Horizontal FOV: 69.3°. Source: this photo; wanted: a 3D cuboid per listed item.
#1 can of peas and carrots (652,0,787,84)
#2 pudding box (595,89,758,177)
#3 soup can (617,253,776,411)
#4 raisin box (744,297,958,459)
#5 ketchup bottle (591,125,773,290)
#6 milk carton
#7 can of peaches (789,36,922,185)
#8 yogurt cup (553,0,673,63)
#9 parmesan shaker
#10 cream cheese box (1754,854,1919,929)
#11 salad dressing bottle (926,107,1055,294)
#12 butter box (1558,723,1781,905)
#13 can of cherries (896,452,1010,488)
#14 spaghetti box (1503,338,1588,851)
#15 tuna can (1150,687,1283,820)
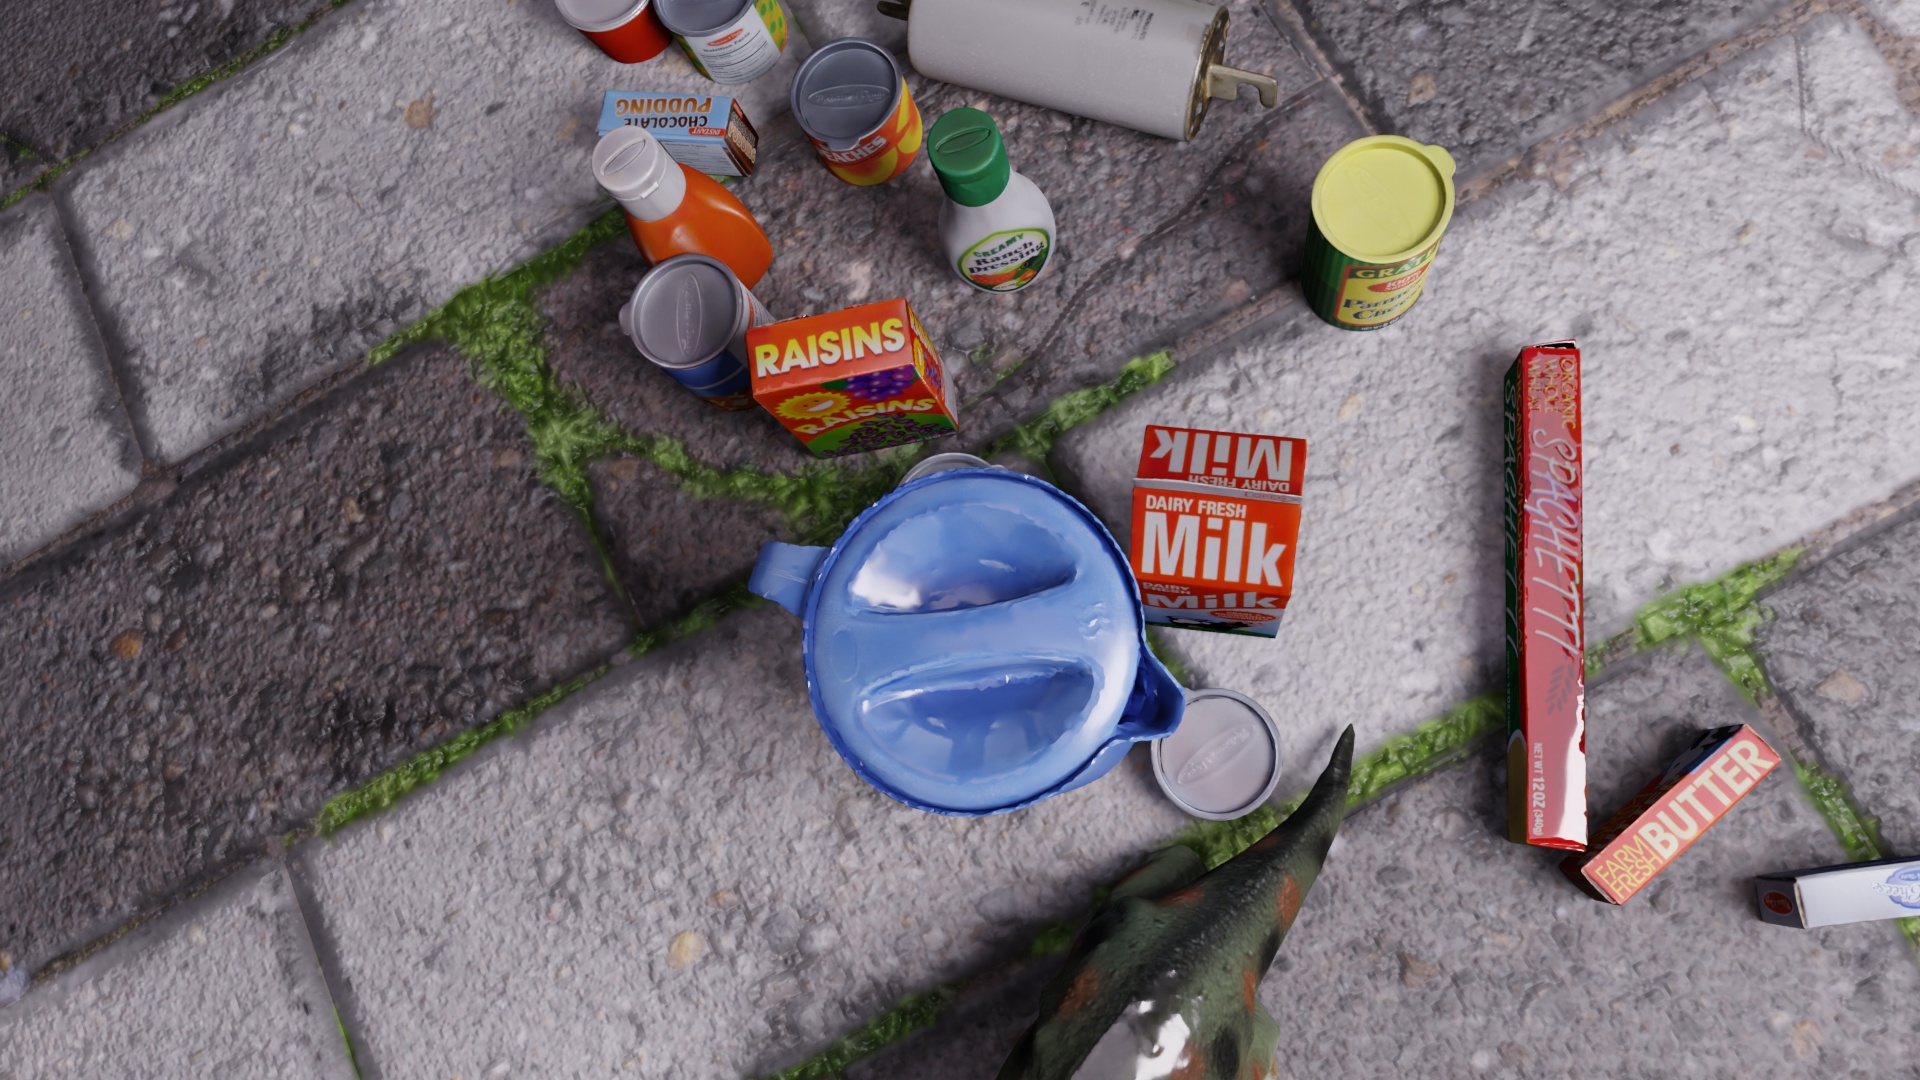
[{"bbox_3d":[-0.145,-0.322,0.843,0.071,0.058,0.071,-2,78,10],"label":"can of peas and carrots"},{"bbox_3d":[-0.170,-0.244,0.835,0.084,0.049,0.030,6,80,12],"label":"pudding box"},{"bbox_3d":[-0.143,-0.115,0.785,0.071,0.083,0.071,-2,78,10],"label":"soup can"},{"bbox_3d":[-0.054,-0.084,0.741,0.086,0.123,0.040,-10,77,9],"label":"raisin box"},{"bbox_3d":[-0.154,-0.177,0.766,0.065,0.148,0.043,-38,74,1],"label":"ketchup bottle"},{"bbox_3d":[0.121,-0.004,0.655,0.072,0.190,0.073,6,80,12],"label":"milk carton"},{"bbox_3d":[-0.060,-0.247,0.811,0.071,0.058,0.071,-2,78,10],"label":"can of peaches"},{"bbox_3d":[-0.210,-0.333,0.860,0.072,0.054,0.072,-2,78,10],"label":"yogurt cup"},{"bbox_3d":[0.214,-0.156,0.716,0.071,0.103,0.071,-2,78,10],"label":"parmesan shaker"},{"bbox_3d":[0.427,0.158,0.634,0.104,0.053,0.024,-10,77,9],"label":"cream cheese box"},{"bbox_3d":[0.014,-0.177,0.735,0.064,0.147,0.044,-18,76,7],"label":"salad dressing bottle"},{"bbox_3d":[0.334,0.130,0.658,0.103,0.053,0.024,-42,74,0],"label":"butter box"},{"bbox_3d":[0.003,-0.009,0.748,0.071,0.058,0.071,-2,78,10],"label":"can of cherries"},{"bbox_3d":[0.290,0.026,0.690,0.029,0.050,0.250,2,78,11],"label":"spaghetti box"},{"bbox_3d":[0.130,0.108,0.712,0.071,0.033,0.071,-2,78,10],"label":"tuna can"}]
